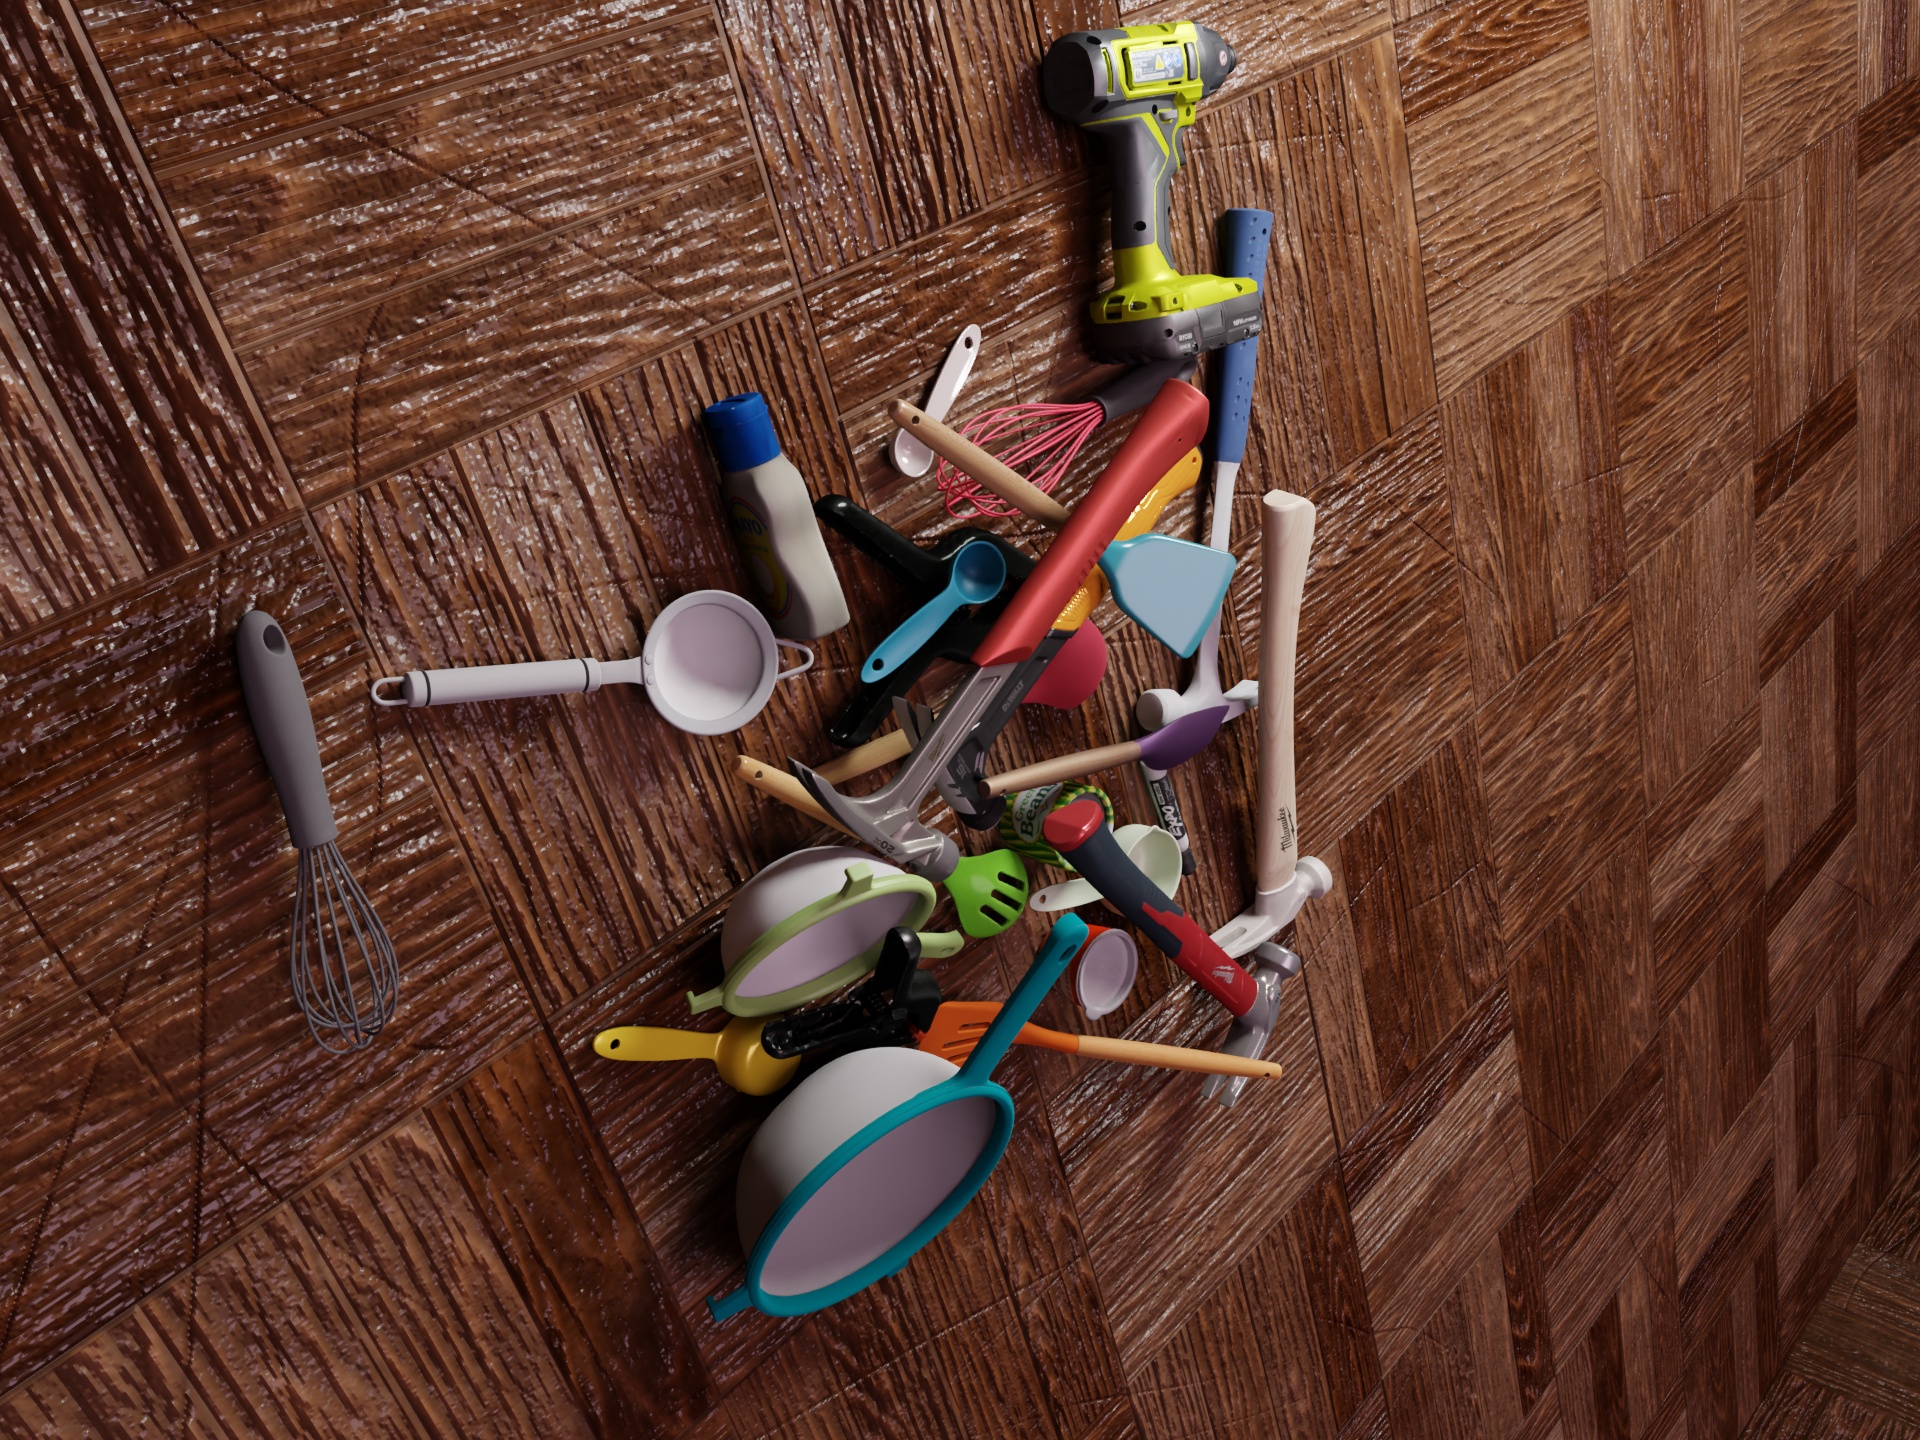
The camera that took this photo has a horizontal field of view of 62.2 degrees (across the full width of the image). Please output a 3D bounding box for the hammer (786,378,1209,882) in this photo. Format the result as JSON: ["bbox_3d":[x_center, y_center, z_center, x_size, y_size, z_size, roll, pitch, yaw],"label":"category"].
[{"bbox_3d":[0.040,-0.073,1.007,0.359,0.037,0.149,-55,134,-7],"label":"hammer"}]

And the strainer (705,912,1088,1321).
[{"bbox_3d":[-0.039,0.238,1.042,0.210,0.095,0.340,11,117,-53],"label":"strainer"}]

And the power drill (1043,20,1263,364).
[{"bbox_3d":[0.148,-0.378,1.137,0.171,0.080,0.223,-24,113,-37],"label":"power drill"}]

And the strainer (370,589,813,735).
[{"bbox_3d":[-0.207,-0.028,0.912,0.258,0.050,0.087,-7,99,-36],"label":"strainer"}]

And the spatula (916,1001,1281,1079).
[{"bbox_3d":[0.112,0.258,1.221,0.322,0.041,0.081,12,114,-21],"label":"spatula"}]

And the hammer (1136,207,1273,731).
[{"bbox_3d":[0.214,-0.195,1.269,0.144,0.035,0.405,-5,103,-42],"label":"hammer"}]

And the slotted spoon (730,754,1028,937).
[{"bbox_3d":[-0.044,0.085,1.088,0.313,0.031,0.070,32,83,-45],"label":"slotted spoon"}]

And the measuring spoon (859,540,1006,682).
[{"bbox_3d":[-0.023,-0.070,1.042,0.128,0.021,0.042,-43,120,-16],"label":"measuring spoon"}]

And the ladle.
[{"bbox_3d":[-0.002,-0.004,1.121,0.315,0.031,0.069,-24,113,-35],"label":"ladle"}]

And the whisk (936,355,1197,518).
[{"bbox_3d":[0.083,-0.213,1.129,0.296,0.073,0.073,-35,122,-39],"label":"whisk"}]

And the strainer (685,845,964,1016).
[{"bbox_3d":[-0.072,0.128,1.058,0.151,0.069,0.256,-39,158,16],"label":"strainer"}]

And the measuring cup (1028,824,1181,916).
[{"bbox_3d":[0.105,0.124,1.244,0.167,0.038,0.083,-7,105,-40],"label":"measuring cup"}]

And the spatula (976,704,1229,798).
[{"bbox_3d":[0.112,0.028,1.175,0.316,0.018,0.059,-11,135,-51],"label":"spatula"}]

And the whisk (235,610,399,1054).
[{"bbox_3d":[-0.333,0.061,0.813,0.055,0.055,0.239,-21,109,-38],"label":"whisk"}]

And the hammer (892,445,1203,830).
[{"bbox_3d":[0.076,-0.087,1.124,0.337,0.034,0.127,-54,137,-23],"label":"hammer"}]

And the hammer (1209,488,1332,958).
[{"bbox_3d":[0.255,0.009,1.311,0.146,0.038,0.410,-29,128,-33],"label":"hammer"}]

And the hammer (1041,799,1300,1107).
[{"bbox_3d":[0.158,0.177,1.229,0.385,0.038,0.143,43,69,-47],"label":"hammer"}]

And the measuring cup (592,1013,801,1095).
[{"bbox_3d":[-0.163,0.211,1.015,0.156,0.029,0.062,14,90,-47],"label":"measuring cup"}]

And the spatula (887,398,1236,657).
[{"bbox_3d":[0.068,-0.134,1.046,0.317,0.044,0.082,26,91,-44],"label":"spatula"}]

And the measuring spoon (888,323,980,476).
[{"bbox_3d":[-0.017,-0.216,1.065,0.034,0.018,0.124,42,64,-39],"label":"measuring spoon"}]
